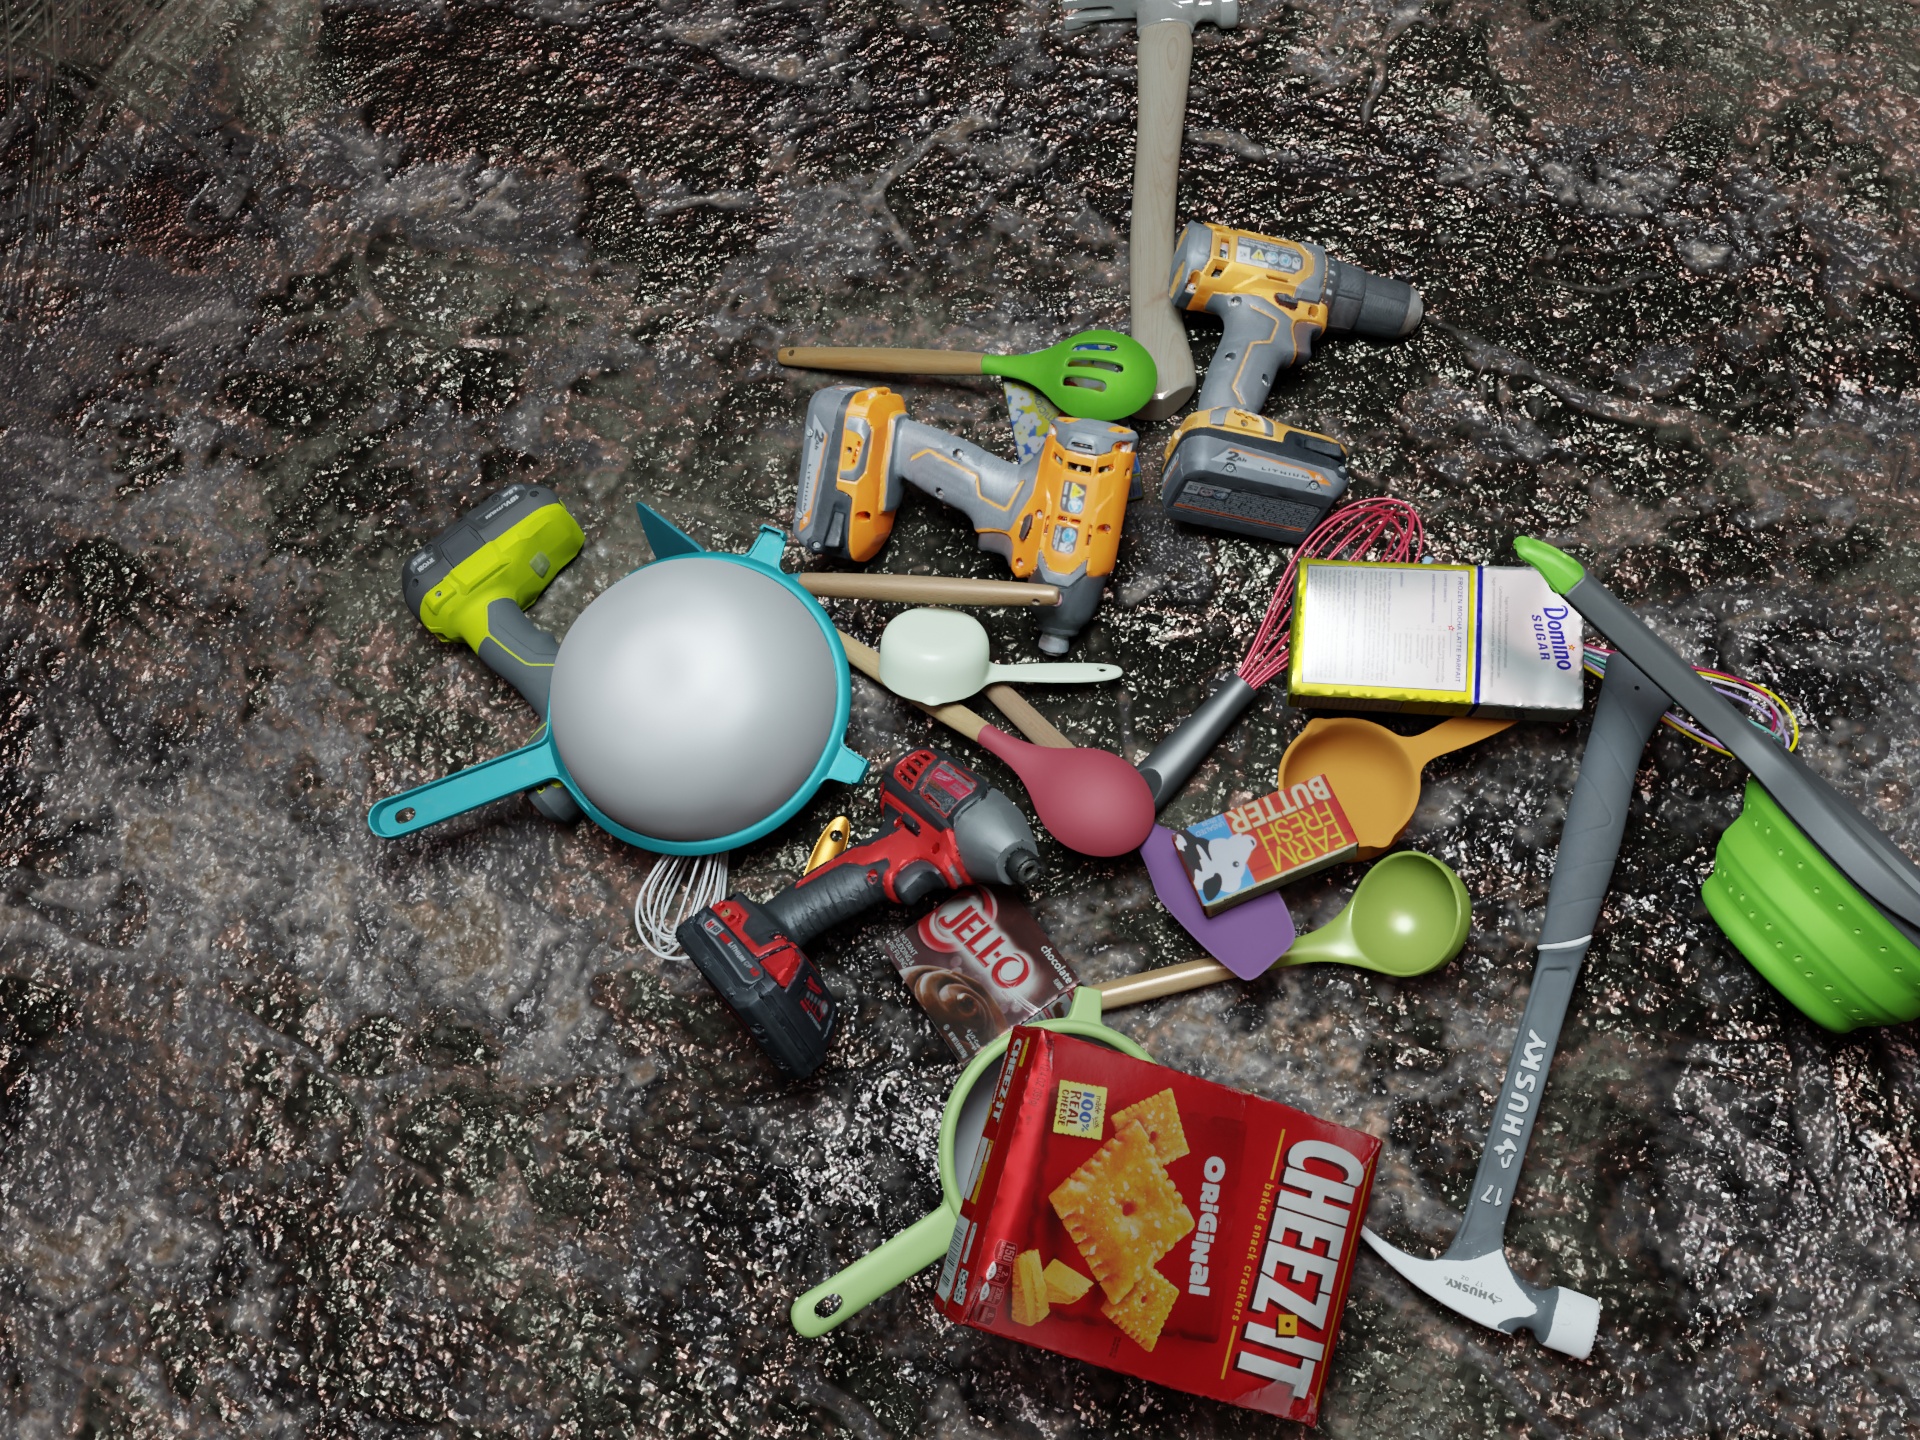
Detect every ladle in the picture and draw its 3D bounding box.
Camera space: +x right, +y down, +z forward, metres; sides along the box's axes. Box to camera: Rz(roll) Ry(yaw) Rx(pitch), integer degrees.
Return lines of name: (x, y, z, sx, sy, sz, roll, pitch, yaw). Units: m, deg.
ladle: (0.158, 0.152, 0.995, 0.320, 0.062, 0.078, -15, 59, 6)
ladle: (-0.002, -0.003, 1.081, 0.316, 0.031, 0.069, 32, 74, 30)

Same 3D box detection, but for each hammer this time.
hammer: (0.349, 0.151, 0.949, 0.149, 0.036, 0.409, 16, 78, 18)
hammer: (0.144, -0.418, 1.251, 0.146, 0.038, 0.411, 0, 67, 11)

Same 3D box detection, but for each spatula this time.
spatula: (-0.083, -0.103, 1.108, 0.317, 0.082, 0.044, 5, 49, 17)
spatula: (0.098, 0.048, 1.046, 0.060, 0.018, 0.316, -42, 59, -7)

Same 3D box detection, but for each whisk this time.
whisk: (0.416, -0.039, 1.024, 0.245, 0.051, 0.047, 26, 102, 13)
whisk: (-0.164, 0.049, 1.101, 0.059, 0.058, 0.246, 25, 66, -18)
whisk: (0.203, -0.038, 1.070, 0.073, 0.073, 0.296, 41, 85, 22)

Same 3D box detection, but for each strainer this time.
strainer: (0.011, 0.280, 0.942, 0.256, 0.069, 0.151, -30, 88, -13)
strainer: (-0.242, 0.001, 1.036, 0.340, 0.095, 0.211, -21, 75, 1)

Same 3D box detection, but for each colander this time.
colander: (0.438, 0.055, 0.909, 0.397, 0.204, 0.094, 42, 112, -2)

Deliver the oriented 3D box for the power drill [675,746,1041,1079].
power drill: (-0.056, 0.114, 1.005, 0.219, 0.078, 0.143, -38, 38, -15)

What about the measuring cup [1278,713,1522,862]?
measuring cup: (0.287, 0.031, 1.028, 0.173, 0.052, 0.095, -24, 65, -3)

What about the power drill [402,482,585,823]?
power drill: (-0.284, -0.058, 1.148, 0.171, 0.080, 0.223, -39, 71, -7)

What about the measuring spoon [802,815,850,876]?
measuring spoon: (-0.100, 0.118, 1.078, 0.021, 0.011, 0.117, 18, 68, 9)

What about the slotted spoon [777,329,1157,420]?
slotted spoon: (-0.005, -0.263, 1.181, 0.314, 0.031, 0.070, 10, 78, 28)

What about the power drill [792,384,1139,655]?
power drill: (0.002, -0.143, 1.115, 0.226, 0.084, 0.164, 14, 108, 16)

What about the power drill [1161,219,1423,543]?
power drill: (0.236, -0.243, 1.131, 0.185, 0.084, 0.226, 11, 67, -6)

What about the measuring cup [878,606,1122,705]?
measuring cup: (0.027, -0.047, 1.083, 0.167, 0.038, 0.083, 1, 35, 1)
